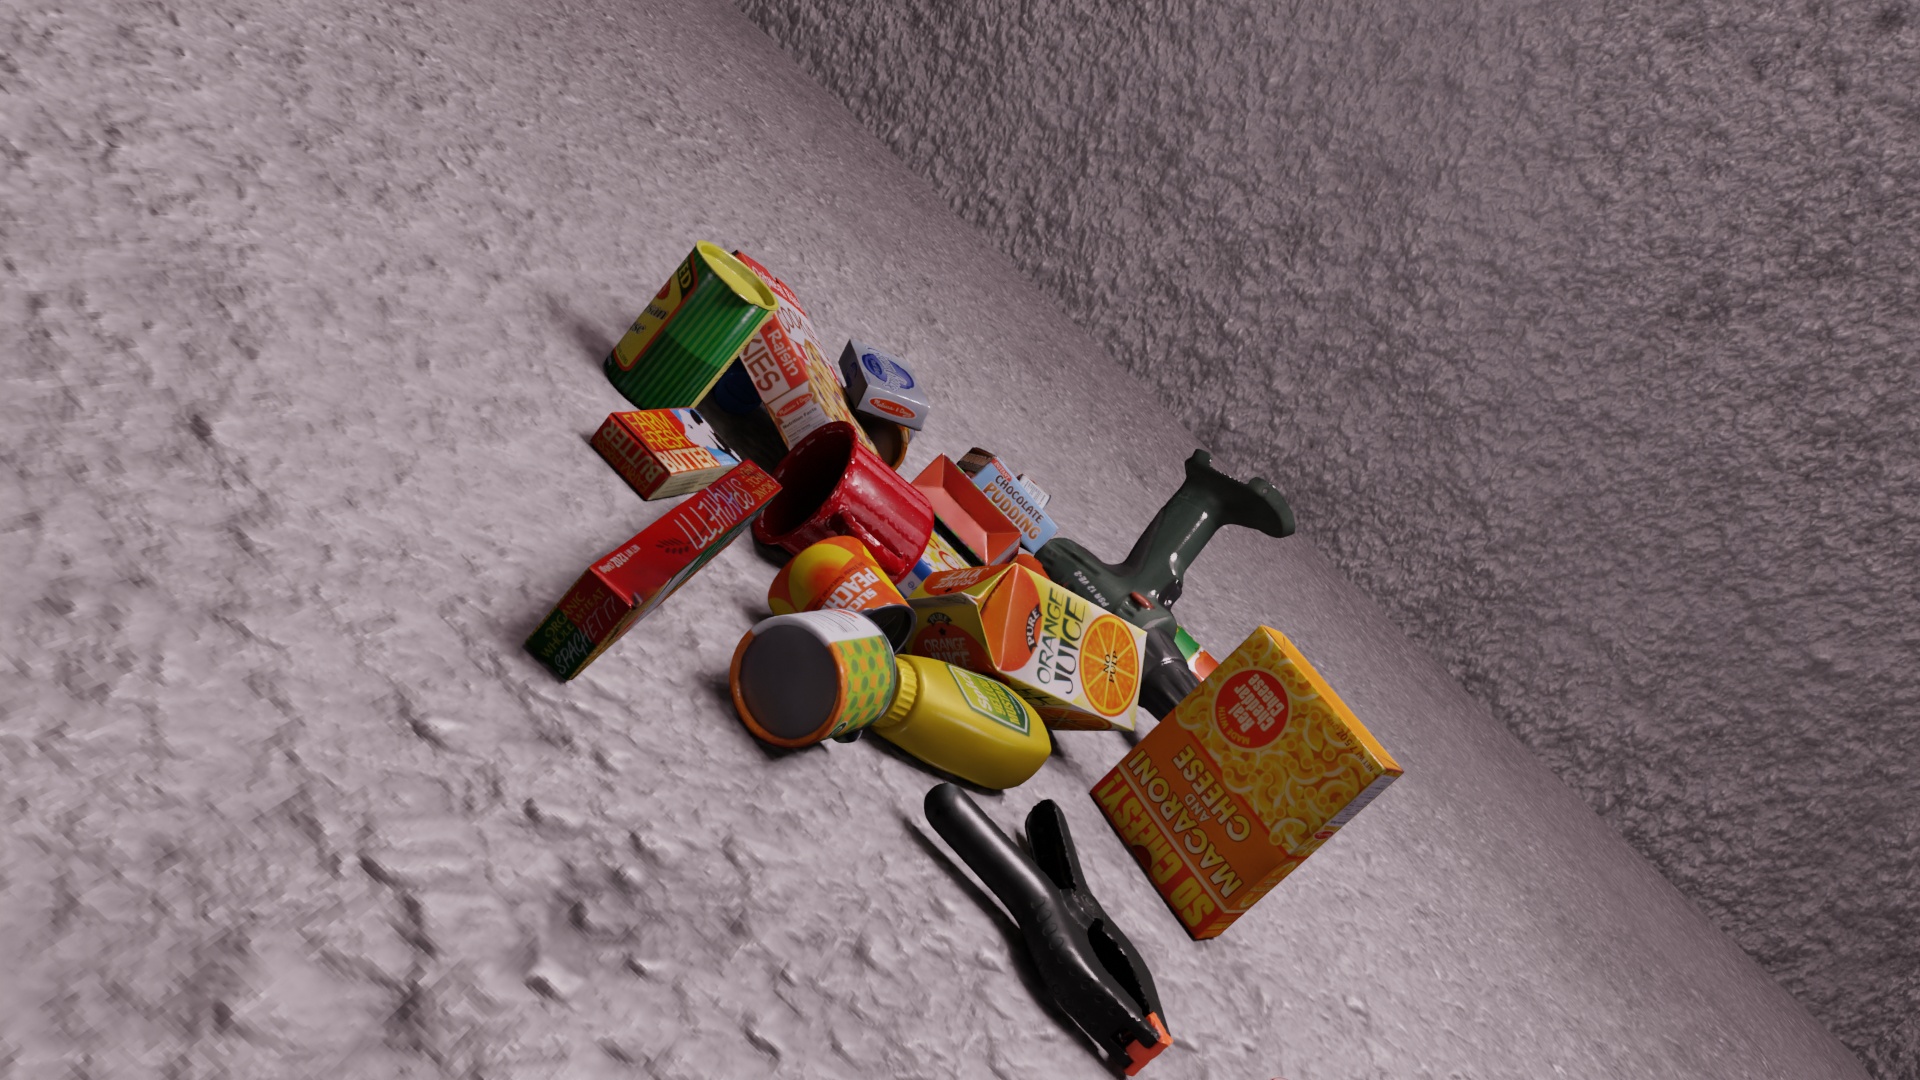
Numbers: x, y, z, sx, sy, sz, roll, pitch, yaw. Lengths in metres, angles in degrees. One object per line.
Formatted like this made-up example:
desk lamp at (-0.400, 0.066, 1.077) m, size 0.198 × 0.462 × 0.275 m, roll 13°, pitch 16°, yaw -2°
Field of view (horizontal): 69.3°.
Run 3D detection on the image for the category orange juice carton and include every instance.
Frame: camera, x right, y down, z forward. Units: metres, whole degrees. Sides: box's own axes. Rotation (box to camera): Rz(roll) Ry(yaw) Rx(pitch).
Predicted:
orange juice carton at (0.037, 0.067, 0.907) m, size 0.192 × 0.071 × 0.073 m, roll 28°, pitch 65°, yaw -43°

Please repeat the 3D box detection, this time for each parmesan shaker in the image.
parmesan shaker at (-0.176, -0.134, 0.905) m, size 0.071 × 0.103 × 0.071 m, roll 39°, pitch 16°, yaw -13°

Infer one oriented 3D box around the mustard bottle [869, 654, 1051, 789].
mustard bottle at (-0.014, 0.098, 0.798) m, size 0.160 × 0.048 × 0.065 m, roll 27°, pitch 21°, yaw -44°

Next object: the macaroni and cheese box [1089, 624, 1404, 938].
macaroni and cheese box at (0.180, 0.156, 0.900) m, size 0.040 × 0.166 × 0.124 m, roll 21°, pitch 27°, yaw -53°

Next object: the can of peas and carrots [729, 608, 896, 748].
can of peas and carrots at (-0.074, 0.071, 0.701) m, size 0.071 × 0.070 × 0.059 m, roll 48°, pitch 17°, yaw 16°

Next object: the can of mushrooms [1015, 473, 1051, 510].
can of mushrooms at (0.045, -0.024, 1.223) m, size 0.033 × 0.071 × 0.071 m, roll 41°, pitch 16°, yaw -6°

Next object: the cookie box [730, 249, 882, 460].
cookie box at (-0.116, -0.115, 0.997) m, size 0.167 × 0.040 × 0.123 m, roll 62°, pitch 7°, yaw 9°

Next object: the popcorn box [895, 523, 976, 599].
popcorn box at (-0.032, 0.015, 0.986) m, size 0.127 × 0.038 × 0.085 m, roll 46°, pitch 17°, yaw 10°

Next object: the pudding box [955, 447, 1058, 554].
pudding box at (0.034, -0.031, 1.078) m, size 0.083 × 0.030 × 0.050 m, roll 49°, pitch -7°, yaw -23°

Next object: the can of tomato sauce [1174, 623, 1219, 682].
can of tomato sauce at (0.178, 0.105, 1.200) m, size 0.083 × 0.071 × 0.071 m, roll 45°, pitch 16°, yaw 5°

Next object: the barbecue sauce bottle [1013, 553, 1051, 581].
barbecue sauce bottle at (0.075, 0.069, 1.091) m, size 0.064 × 0.043 × 0.149 m, roll 46°, pitch 9°, yaw -47°

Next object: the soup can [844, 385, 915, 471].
soup can at (-0.069, -0.088, 1.106) m, size 0.071 × 0.071 × 0.084 m, roll 40°, pitch 17°, yaw -13°

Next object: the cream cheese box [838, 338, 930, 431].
cream cheese box at (-0.059, -0.119, 1.057) m, size 0.053 × 0.024 × 0.104 m, roll 19°, pitch 21°, yaw -21°

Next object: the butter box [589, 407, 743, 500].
butter box at (-0.176, -0.054, 0.844) m, size 0.053 × 0.024 × 0.104 m, roll 46°, pitch 16°, yaw 7°

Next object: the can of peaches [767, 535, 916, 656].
can of peaches at (-0.068, 0.038, 0.787) m, size 0.058 × 0.071 × 0.071 m, roll 51°, pitch 18°, yaw 29°

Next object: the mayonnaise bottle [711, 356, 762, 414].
mayonnaise bottle at (-0.177, -0.147, 1.045) m, size 0.064 × 0.041 × 0.149 m, roll 35°, pitch 18°, yaw -36°

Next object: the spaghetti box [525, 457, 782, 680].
spaghetti box at (-0.148, 0.006, 0.715) m, size 0.028 × 0.050 × 0.251 m, roll 43°, pitch 16°, yaw -4°

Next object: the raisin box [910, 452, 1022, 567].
raisin box at (0.004, -0.013, 1.065) m, size 0.086 × 0.040 × 0.123 m, roll 45°, pitch -7°, yaw 8°

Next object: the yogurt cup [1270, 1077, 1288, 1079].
yogurt cup at (0.151, 0.300, 0.673) m, size 0.072 × 0.054 × 0.072 m, roll 40°, pitch 16°, yaw -14°
